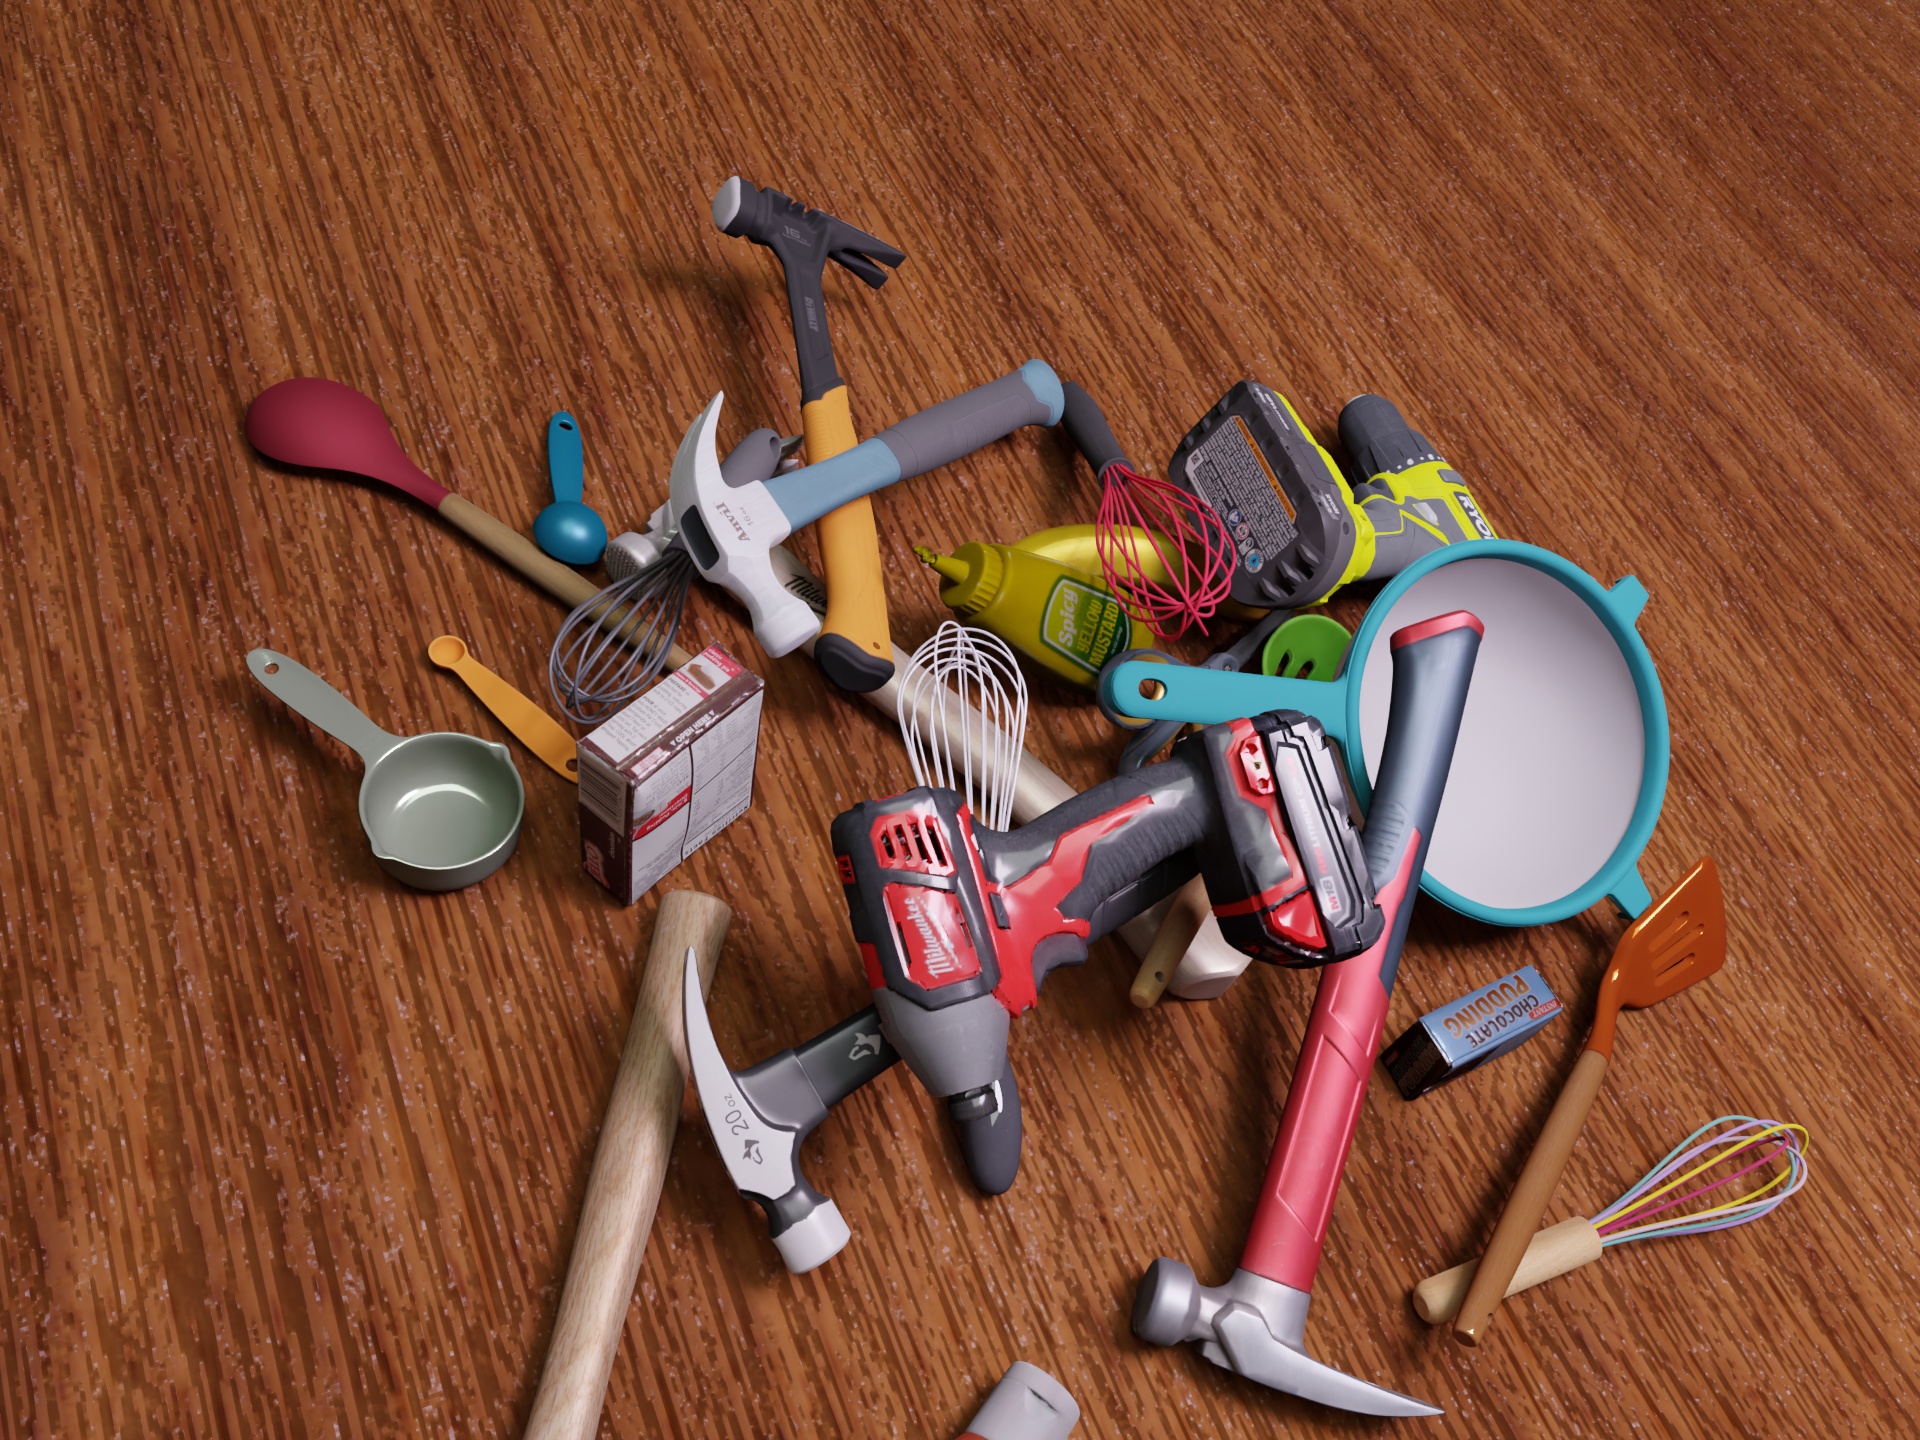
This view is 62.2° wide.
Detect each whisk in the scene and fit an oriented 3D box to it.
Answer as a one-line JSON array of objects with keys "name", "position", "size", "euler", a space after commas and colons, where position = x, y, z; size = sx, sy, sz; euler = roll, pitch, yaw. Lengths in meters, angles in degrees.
[{"name": "whisk", "position": [0.008, 0.087, 0.787], "size": [0.070, 0.070, 0.285], "euler": [0, 73, -15]}, {"name": "whisk", "position": [0.096, -0.135, 0.929], "size": [0.073, 0.073, 0.296], "euler": [3, 33, -13]}, {"name": "whisk", "position": [0.332, 0.249, 0.799], "size": [0.245, 0.047, 0.051], "euler": [-14, 63, -19]}, {"name": "whisk", "position": [-0.149, -0.086, 0.840], "size": [0.055, 0.055, 0.239], "euler": [24, 48, 2]}]

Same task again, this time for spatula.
[{"name": "spatula", "position": [0.326, 0.192, 0.814], "size": [0.041, 0.081, 0.323], "euler": [5, 37, 40]}]

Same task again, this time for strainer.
[{"name": "strainer", "position": [0.223, 0.004, 0.877], "size": [0.340, 0.095, 0.211], "euler": [6, 81, -18]}]

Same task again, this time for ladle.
[{"name": "ladle", "position": [-0.265, -0.105, 0.882], "size": [0.315, 0.031, 0.069], "euler": [34, 54, 6]}]

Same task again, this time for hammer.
[{"name": "hammer", "position": [-0.070, -0.165, 0.914], "size": [0.127, 0.034, 0.337], "euler": [13, 55, -37]}, {"name": "hammer", "position": [-0.035, -0.146, 0.883], "size": [0.128, 0.033, 0.331], "euler": [54, 41, 0]}, {"name": "hammer", "position": [0.027, 0.100, 0.742], "size": [0.335, 0.035, 0.146], "euler": [-30, 87, -17]}, {"name": "hammer", "position": [-0.001, -0.003, 0.879], "size": [0.411, 0.038, 0.146], "euler": [40, 55, 12]}, {"name": "hammer", "position": [0.208, 0.128, 0.772], "size": [0.143, 0.038, 0.386], "euler": [20, 74, -1]}, {"name": "hammer", "position": [-0.149, 0.223, 0.692], "size": [0.130, 0.031, 0.332], "euler": [14, 55, -6]}]

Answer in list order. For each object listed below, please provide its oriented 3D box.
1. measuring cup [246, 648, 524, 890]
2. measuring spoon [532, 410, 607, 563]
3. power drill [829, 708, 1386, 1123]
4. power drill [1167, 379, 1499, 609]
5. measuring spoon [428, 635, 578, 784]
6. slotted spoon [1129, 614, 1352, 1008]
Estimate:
[{"name": "measuring cup", "position": [-0.288, 0.022, 0.785], "size": [0.168, 0.038, 0.083], "euler": [35, 56, 11]}, {"name": "measuring spoon", "position": [-0.222, -0.141, 0.908], "size": [0.042, 0.021, 0.129], "euler": [11, 45, -28]}, {"name": "power drill", "position": [0.063, 0.082, 0.699], "size": [0.219, 0.078, 0.143], "euler": [-14, 82, -13]}, {"name": "power drill", "position": [0.238, -0.135, 0.973], "size": [0.228, 0.080, 0.191], "euler": [3, 55, -41]}, {"name": "measuring spoon", "position": [-0.234, -0.003, 0.834], "size": [0.117, 0.011, 0.021], "euler": [40, 56, 8]}, {"name": "slotted spoon", "position": [0.156, 0.043, 0.870], "size": [0.070, 0.031, 0.314], "euler": [43, 47, -6]}]
